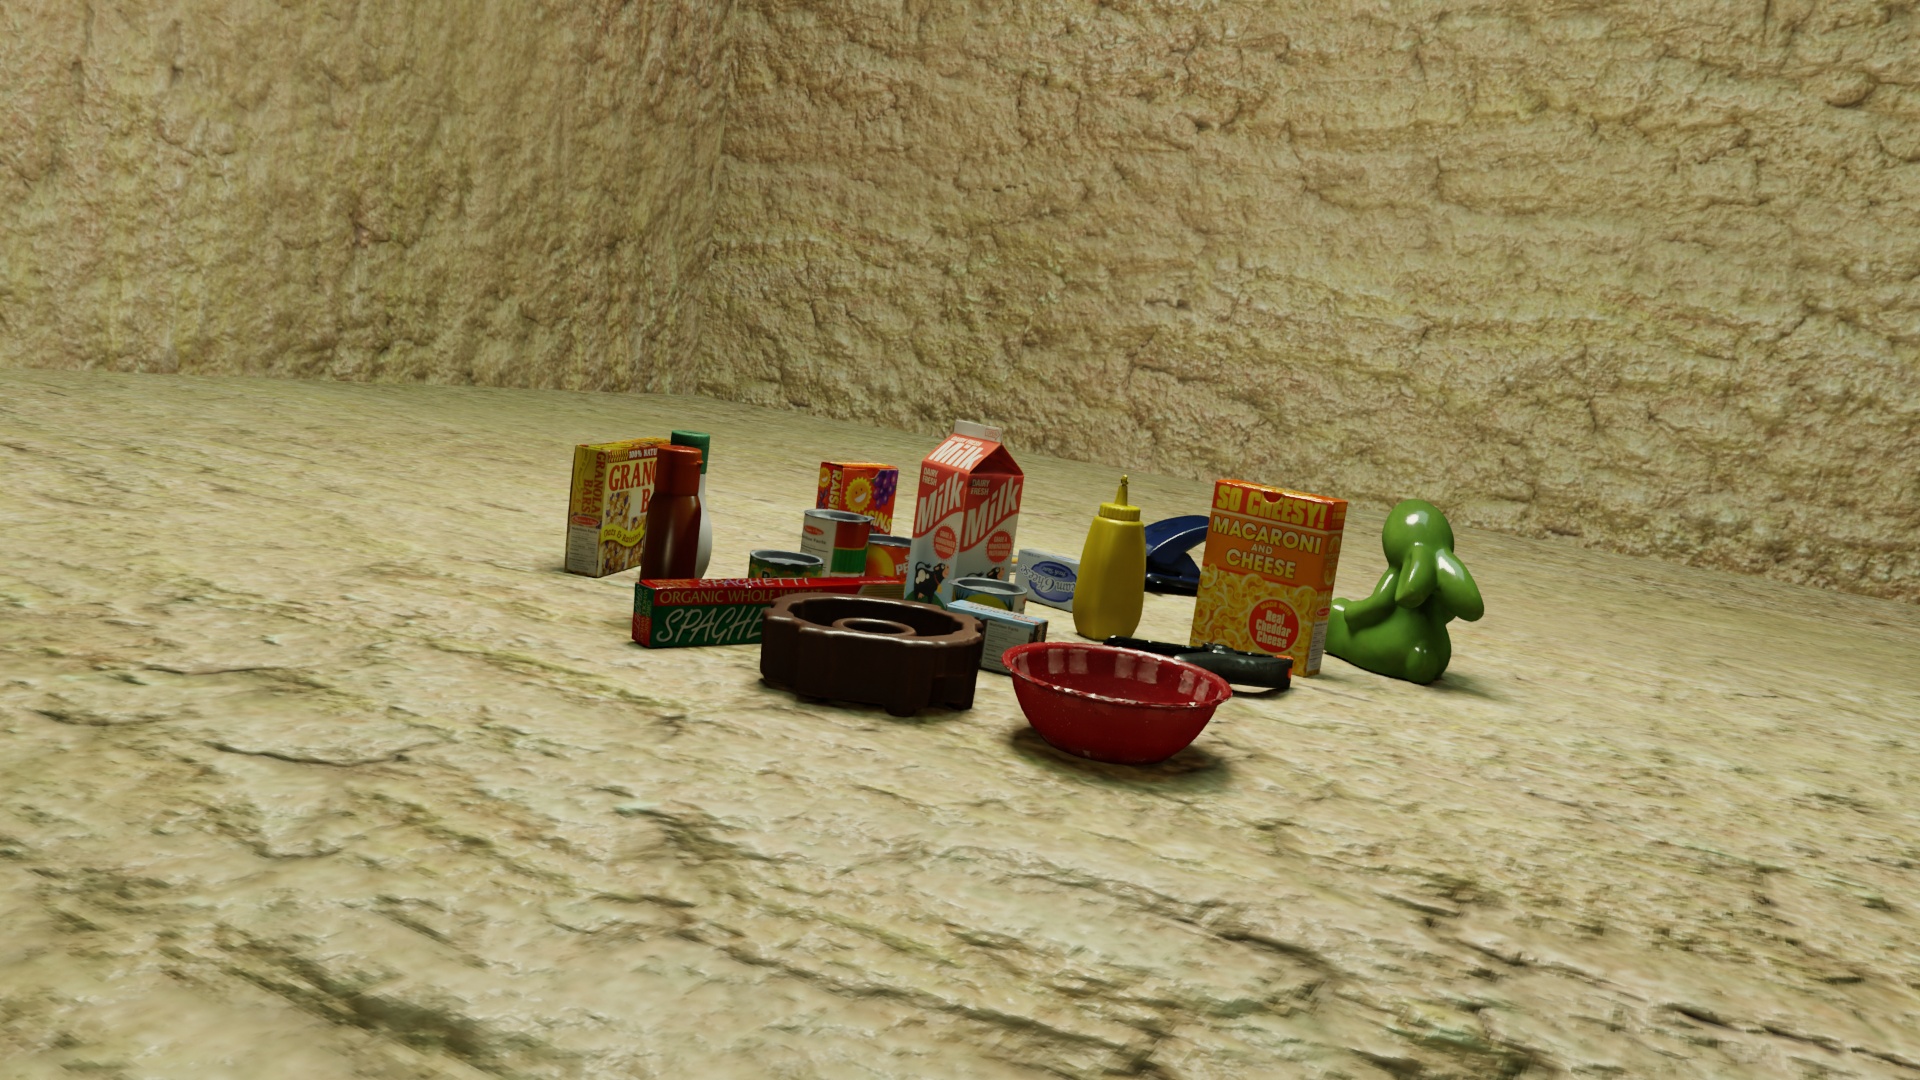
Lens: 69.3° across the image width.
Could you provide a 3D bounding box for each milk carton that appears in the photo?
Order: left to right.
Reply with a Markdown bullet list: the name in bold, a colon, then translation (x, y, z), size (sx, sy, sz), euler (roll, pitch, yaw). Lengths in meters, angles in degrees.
- **milk carton**: translation (0.005, -0.017, 1.320), size (0.073, 0.190, 0.072), euler (1, 10, -41)

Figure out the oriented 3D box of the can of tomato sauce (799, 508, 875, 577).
- **can of tomato sauce**: translation (-0.123, 0.016, 1.359), size (0.071, 0.083, 0.071), euler (7, 8, -1)

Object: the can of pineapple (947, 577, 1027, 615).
- **can of pineapple**: translation (0.021, 0.067, 1.226), size (0.071, 0.057, 0.071), euler (7, 8, -1)

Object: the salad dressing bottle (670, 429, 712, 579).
- **salad dressing bottle**: translation (-0.264, -0.030, 1.322), size (0.064, 0.147, 0.044), euler (11, 8, 21)

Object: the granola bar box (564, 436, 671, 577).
- **granola bar box**: translation (-0.334, -0.037, 1.384), size (0.039, 0.124, 0.166), euler (9, 8, 12)

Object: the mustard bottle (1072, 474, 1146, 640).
- **mustard bottle**: translation (0.148, 0.015, 1.338), size (0.065, 0.160, 0.049), euler (3, 9, -30)

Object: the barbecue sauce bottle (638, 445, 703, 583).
- **barbecue sauce bottle**: translation (-0.241, -0.004, 1.159), size (0.044, 0.148, 0.065), euler (8, 8, 6)

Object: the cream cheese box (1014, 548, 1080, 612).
- **cream cheese box**: translation (0.105, 0.044, 1.471), size (0.104, 0.053, 0.024), euler (14, 10, 38)

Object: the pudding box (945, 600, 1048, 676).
- **pudding box**: translation (0.027, 0.082, 1.157), size (0.084, 0.049, 0.030), euler (11, 8, 23)

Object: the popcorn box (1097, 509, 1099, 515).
- **popcorn box**: translation (0.180, 0.014, 1.632), size (0.038, 0.085, 0.127), euler (7, 8, -2)

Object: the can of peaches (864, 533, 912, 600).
- **can of peaches**: translation (-0.073, 0.028, 1.409), size (0.071, 0.058, 0.071), euler (7, 8, -1)

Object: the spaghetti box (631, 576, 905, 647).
- **spaghetti box**: translation (-0.154, 0.058, 1.157), size (0.250, 0.050, 0.029), euler (0, 10, -40)

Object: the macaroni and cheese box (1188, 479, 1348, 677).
- **macaroni and cheese box**: translation (0.292, 0.033, 1.321), size (0.124, 0.166, 0.040), euler (13, 10, 36)

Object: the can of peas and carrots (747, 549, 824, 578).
- **can of peas and carrots**: translation (-0.157, 0.043, 1.229), size (0.071, 0.058, 0.071), euler (7, 8, -1)

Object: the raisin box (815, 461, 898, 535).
- **raisin box**: translation (-0.114, -0.022, 1.480), size (0.040, 0.123, 0.086), euler (14, 10, 40)
